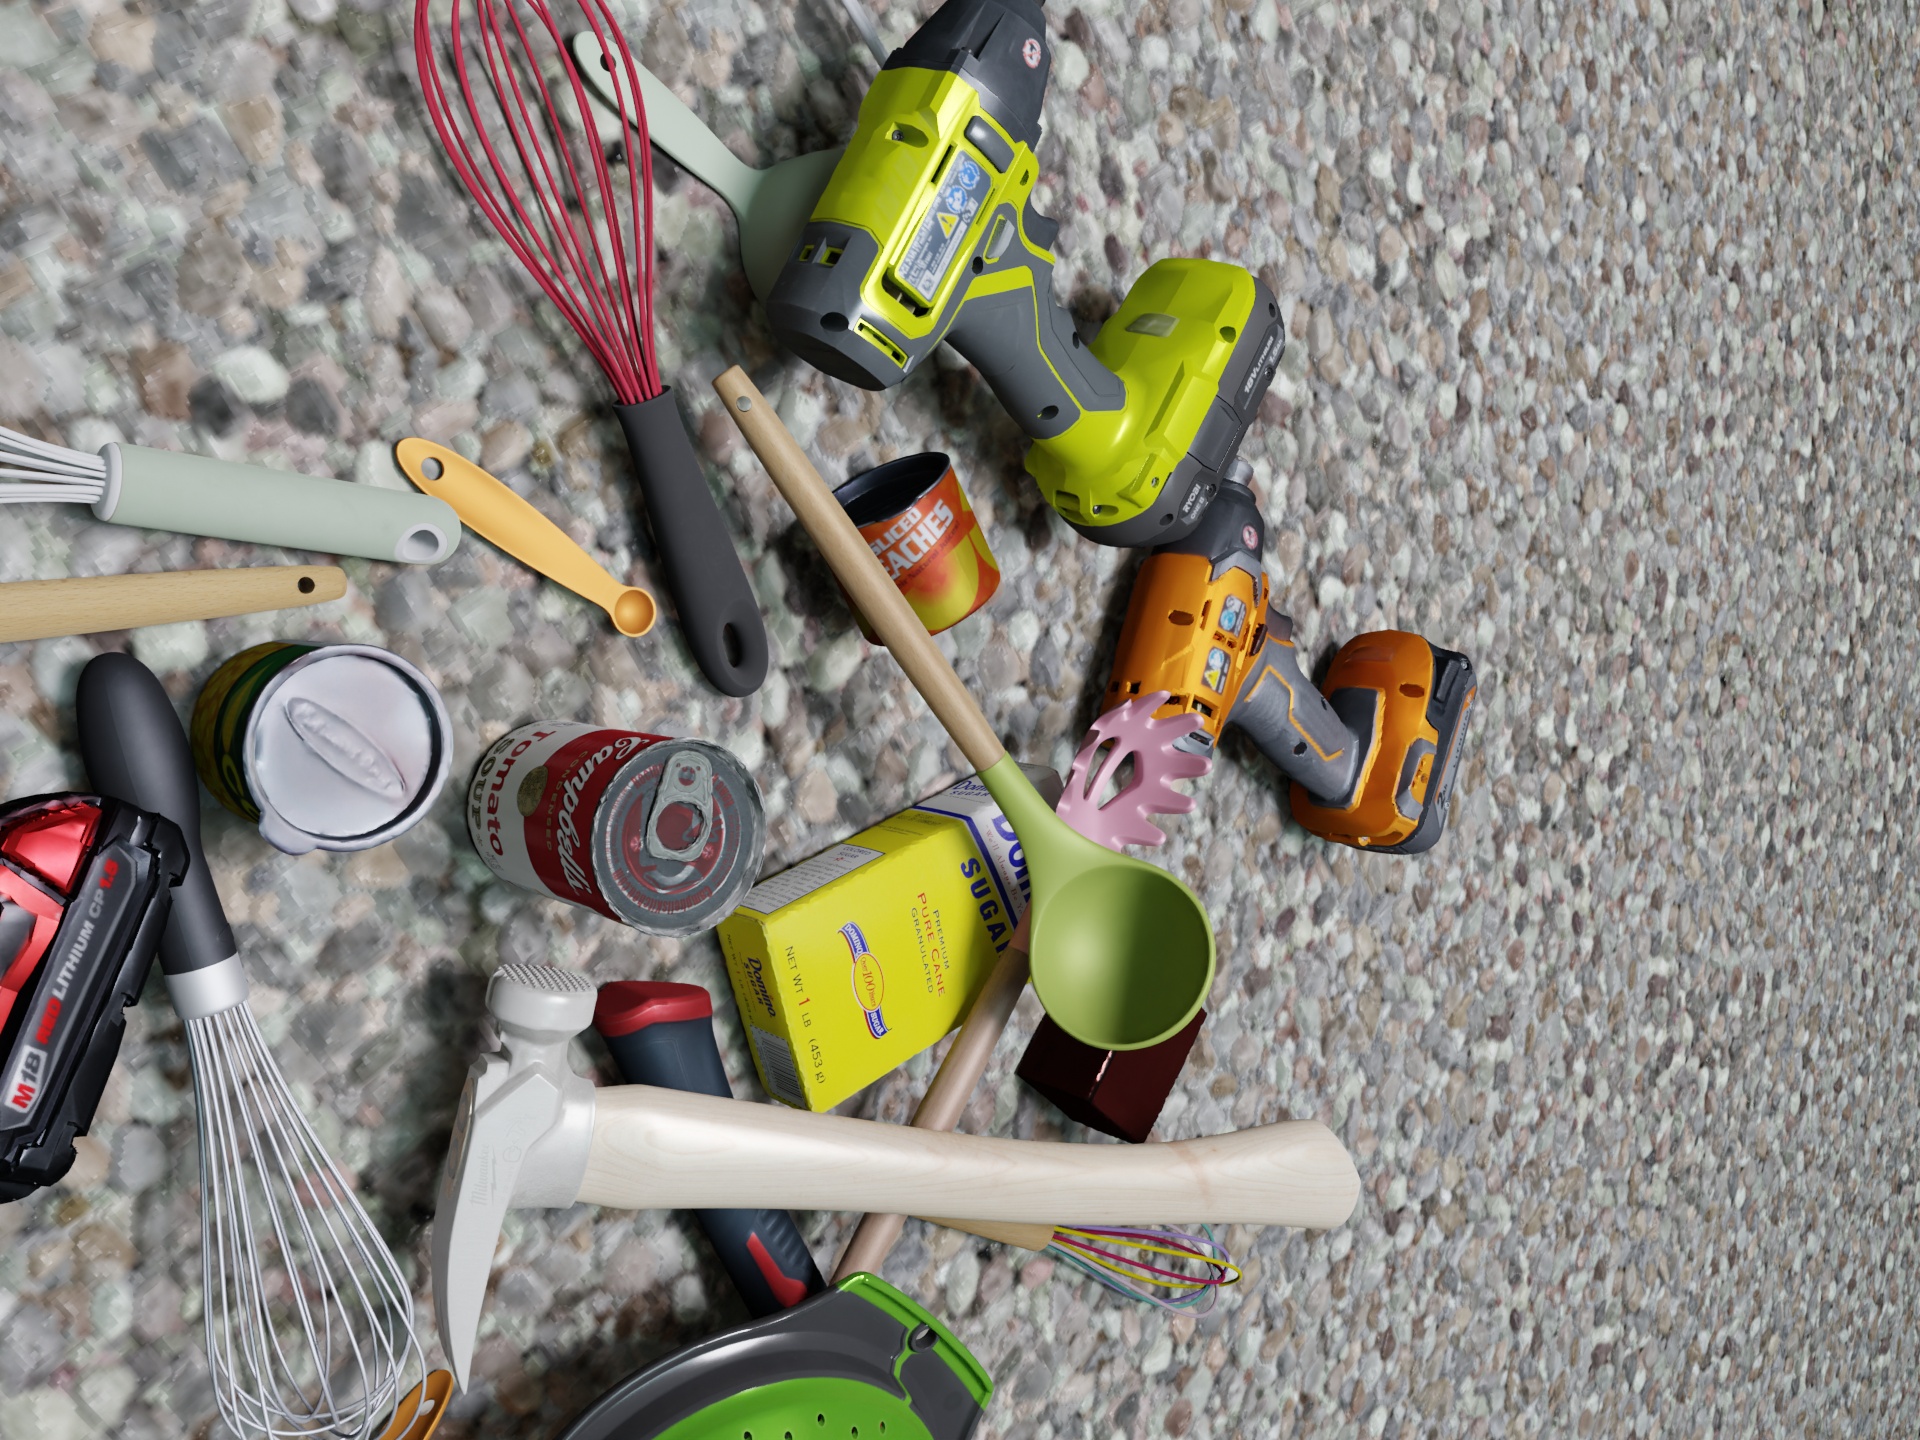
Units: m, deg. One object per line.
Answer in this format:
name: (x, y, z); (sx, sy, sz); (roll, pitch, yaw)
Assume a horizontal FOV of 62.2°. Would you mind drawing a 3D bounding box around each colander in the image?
colander: (-0.124, 0.387, 0.556); (0.397, 0.095, 0.204); (-45, 123, -12)

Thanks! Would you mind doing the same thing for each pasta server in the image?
pasta server: (0.017, 0.126, 0.688); (0.060, 0.040, 0.316); (35, 74, -22)

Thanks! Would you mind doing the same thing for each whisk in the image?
whisk: (0.057, 0.255, 0.789); (0.244, 0.047, 0.051); (28, 77, -36)
whisk: (-0.267, -0.074, 0.480); (0.246, 0.059, 0.057); (5, 127, -45)
whisk: (-0.236, 0.116, 0.518); (0.070, 0.070, 0.284); (-19, 101, -38)
whisk: (-0.124, -0.139, 0.589); (0.073, 0.073, 0.295); (-35, 121, -33)

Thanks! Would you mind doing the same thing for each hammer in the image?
hammer: (-0.074, 0.279, 0.681); (0.143, 0.038, 0.386); (-37, 116, -31)
hammer: (-0.002, 0.195, 0.650); (0.410, 0.038, 0.146); (12, 90, -28)

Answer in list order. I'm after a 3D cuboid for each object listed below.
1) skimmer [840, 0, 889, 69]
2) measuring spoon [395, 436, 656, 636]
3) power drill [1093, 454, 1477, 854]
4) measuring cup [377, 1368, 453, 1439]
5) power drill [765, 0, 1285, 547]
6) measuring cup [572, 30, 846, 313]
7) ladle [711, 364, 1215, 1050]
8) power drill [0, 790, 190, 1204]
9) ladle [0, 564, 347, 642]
skimmer: (-0.016, -0.297, 0.643); (0.362, 0.090, 0.127); (54, 28, -33)
measuring spoon: (-0.161, -0.067, 0.593); (0.116, 0.011, 0.021); (38, 69, -33)
power drill: (0.177, -0.029, 0.843); (0.226, 0.084, 0.164); (24, 78, -36)
measuring cup: (-0.215, 0.315, 0.546); (0.174, 0.095, 0.052); (-62, 142, -43)
power drill: (0.039, -0.183, 0.665); (0.223, 0.080, 0.171); (30, 86, -46)
measuring cup: (-0.078, -0.216, 0.629); (0.167, 0.038, 0.083); (33, 73, -40)
ladle: (-0.001, -0.002, 0.631); (0.078, 0.062, 0.320); (-34, 104, 2)
power drill: (-0.313, 0.030, 0.381); (0.219, 0.078, 0.143); (42, 48, -49)
ladle: (-0.327, -0.026, 0.441); (0.315, 0.031, 0.069); (-11, 102, -42)
